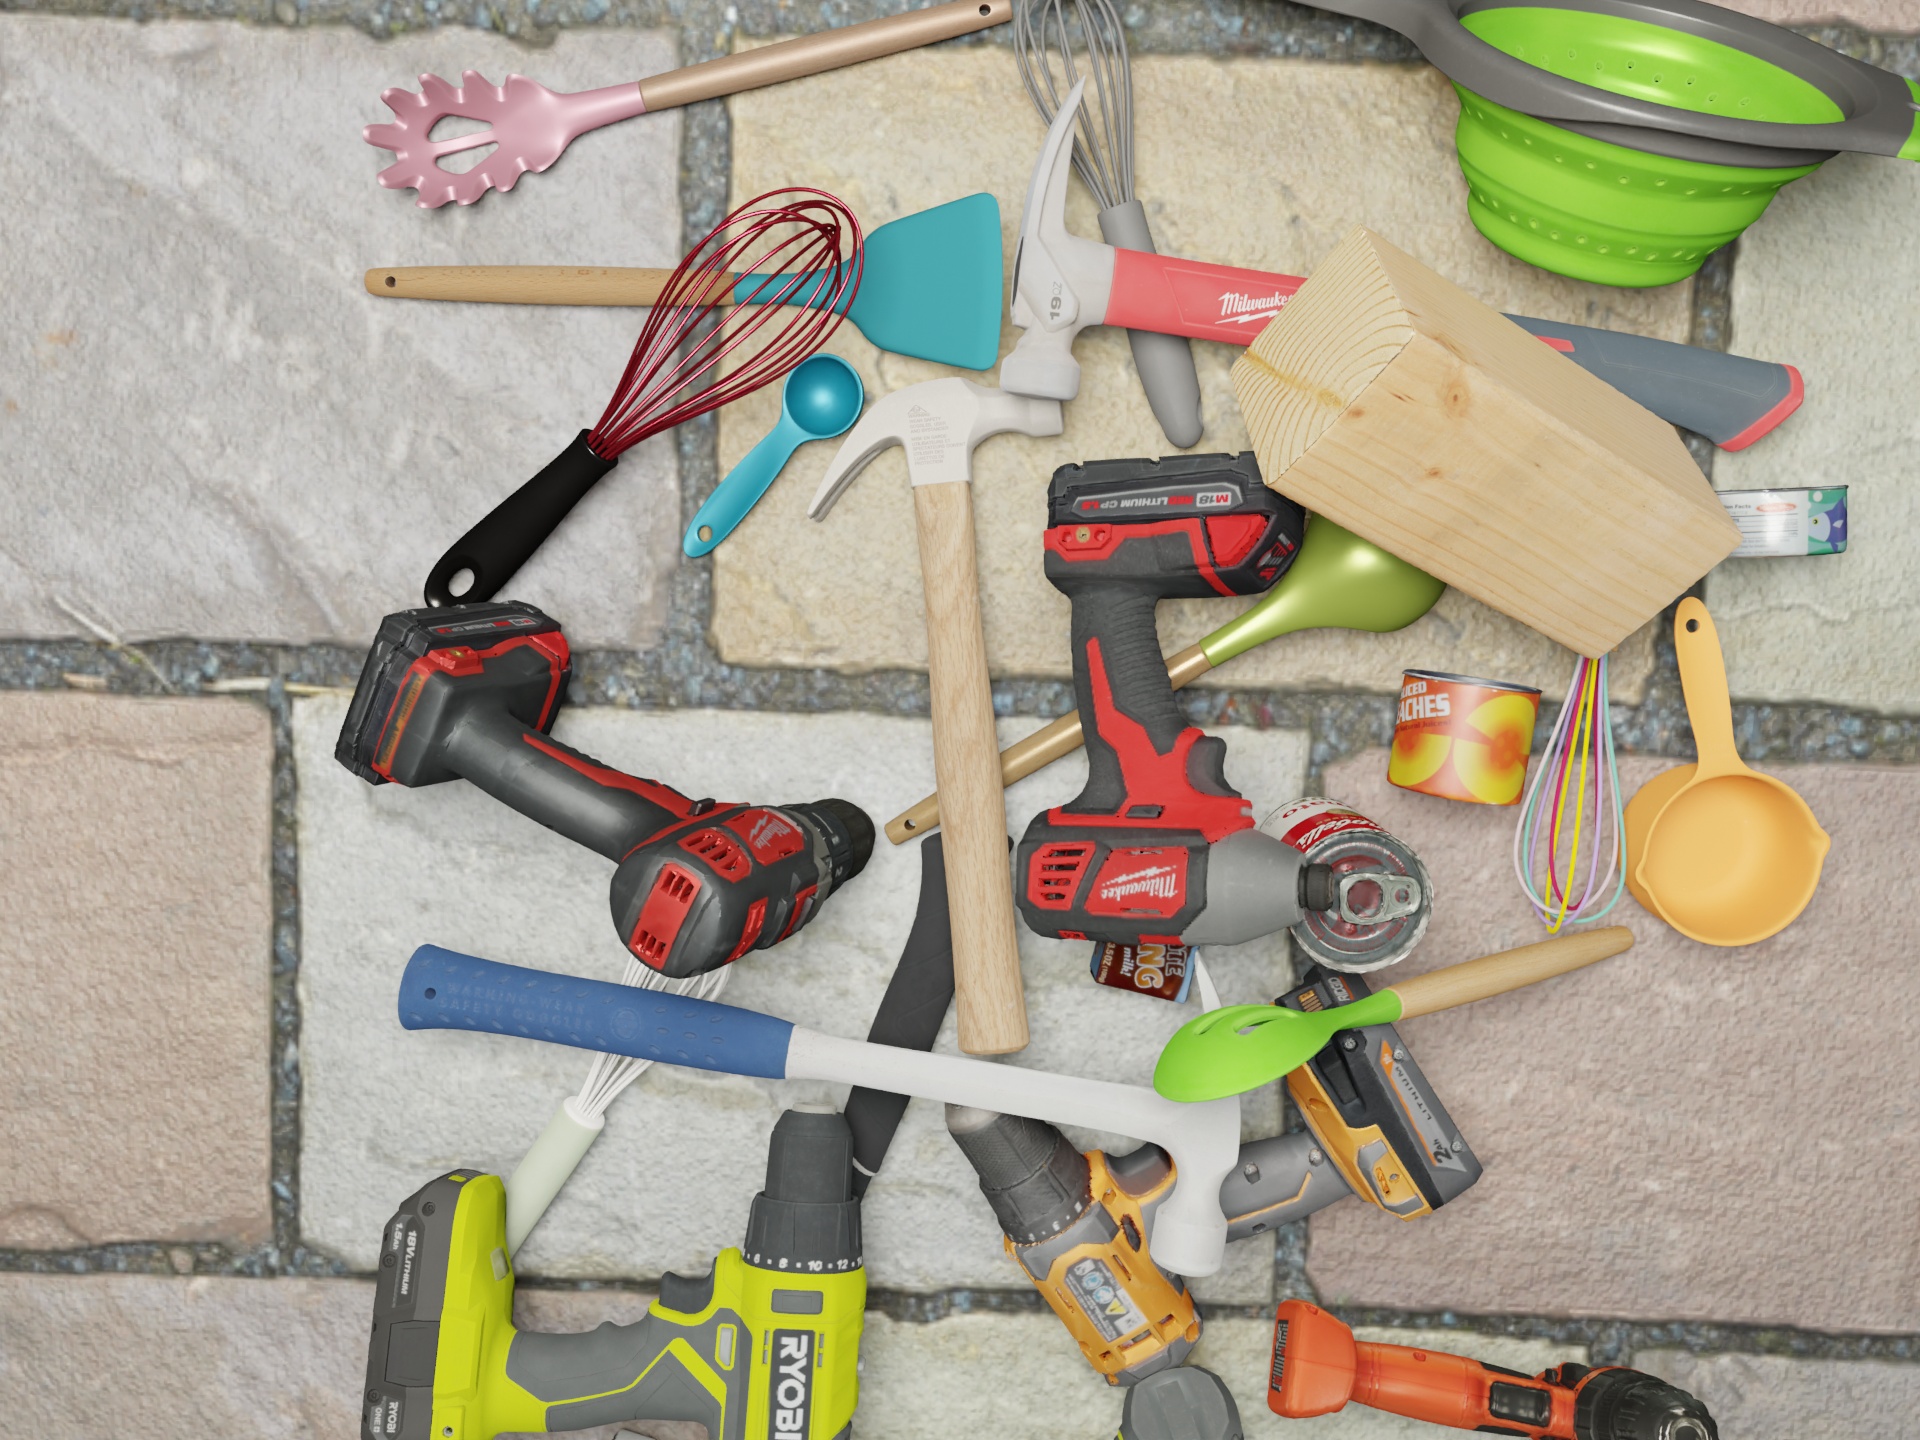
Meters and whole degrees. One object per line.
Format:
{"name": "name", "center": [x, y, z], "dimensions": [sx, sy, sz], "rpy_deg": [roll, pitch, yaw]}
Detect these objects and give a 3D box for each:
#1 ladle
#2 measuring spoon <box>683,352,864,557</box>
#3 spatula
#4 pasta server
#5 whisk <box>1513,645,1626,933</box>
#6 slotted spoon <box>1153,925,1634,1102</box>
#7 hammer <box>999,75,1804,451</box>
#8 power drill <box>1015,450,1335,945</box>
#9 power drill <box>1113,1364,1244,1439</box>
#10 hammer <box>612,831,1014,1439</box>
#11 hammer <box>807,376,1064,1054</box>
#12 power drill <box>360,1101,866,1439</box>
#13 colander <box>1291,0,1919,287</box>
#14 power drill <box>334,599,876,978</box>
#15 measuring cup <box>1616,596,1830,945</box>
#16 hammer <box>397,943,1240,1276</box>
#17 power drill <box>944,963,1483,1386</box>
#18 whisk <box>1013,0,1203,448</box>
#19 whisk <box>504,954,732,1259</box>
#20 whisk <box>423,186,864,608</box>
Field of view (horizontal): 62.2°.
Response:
{"name": "ladle", "center": [0.101, -0.021, 0.805], "dimensions": [0.320, 0.062, 0.078], "rpy_deg": [-30, 92, 10]}
{"name": "measuring spoon", "center": [-0.095, -0.131, 0.804], "dimensions": [0.042, 0.021, 0.128], "rpy_deg": [46, 104, 7]}
{"name": "spatula", "center": [-0.138, -0.215, 0.779], "dimensions": [0.317, 0.044, 0.082], "rpy_deg": [1, 102, 2]}
{"name": "pasta server", "center": [-0.129, -0.310, 0.772], "dimensions": [0.316, 0.040, 0.060], "rpy_deg": [-13, 108, 1]}
{"name": "whisk", "center": [0.315, -0.014, 0.793], "dimensions": [0.051, 0.047, 0.245], "rpy_deg": [9, 92, 39]}
{"name": "slotted spoon", "center": [0.215, 0.127, 0.740], "dimensions": [0.313, 0.070, 0.031], "rpy_deg": [-6, 91, -34]}
{"name": "hammer", "center": [0.218, -0.199, 0.757], "dimensions": [0.386, 0.038, 0.143], "rpy_deg": [7, 100, -7]}
{"name": "power drill", "center": [0.102, -0.006, 0.733], "dimensions": [0.143, 0.078, 0.220], "rpy_deg": [0, 82, 23]}
{"name": "power drill", "center": [0.043, 0.426, 0.808], "dimensions": [0.223, 0.080, 0.171], "rpy_deg": [-17, 124, -5]}
{"name": "hammer", "center": [-0.056, 0.246, 0.833], "dimensions": [0.149, 0.036, 0.409], "rpy_deg": [20, 96, -3]}
{"name": "hammer", "center": [-0.001, -0.003, 0.784], "dimensions": [0.130, 0.031, 0.331], "rpy_deg": [-5, 88, 6]}
{"name": "power drill", "center": [-0.158, 0.280, 0.775], "dimensions": [0.228, 0.080, 0.191], "rpy_deg": [4, 80, -2]}
{"name": "colander", "center": [0.224, -0.290, 0.742], "dimensions": [0.397, 0.205, 0.094], "rpy_deg": [21, 131, 14]}
{"name": "power drill", "center": [-0.156, 0.030, 0.759], "dimensions": [0.227, 0.188, 0.080], "rpy_deg": [31, 107, 15]}
{"name": "measuring cup", "center": [0.369, 0.023, 0.797], "dimensions": [0.095, 0.052, 0.173], "rpy_deg": [-11, 94, 2]}
{"name": "hammer", "center": [-0.069, 0.153, 0.756], "dimensions": [0.405, 0.035, 0.144], "rpy_deg": [8, 90, 7]}
{"name": "power drill", "center": [0.119, 0.211, 0.797], "dimensions": [0.226, 0.084, 0.185], "rpy_deg": [-32, 104, 7]}
{"name": "whisk", "center": [0.078, -0.248, 0.773], "dimensions": [0.055, 0.055, 0.239], "rpy_deg": [-18, 99, 2]}
{"name": "whisk", "center": [-0.191, 0.197, 0.826], "dimensions": [0.058, 0.059, 0.246], "rpy_deg": [41, 101, 34]}
{"name": "whisk", "center": [-0.159, -0.143, 0.761], "dimensions": [0.296, 0.073, 0.073], "rpy_deg": [-38, 95, 19]}
